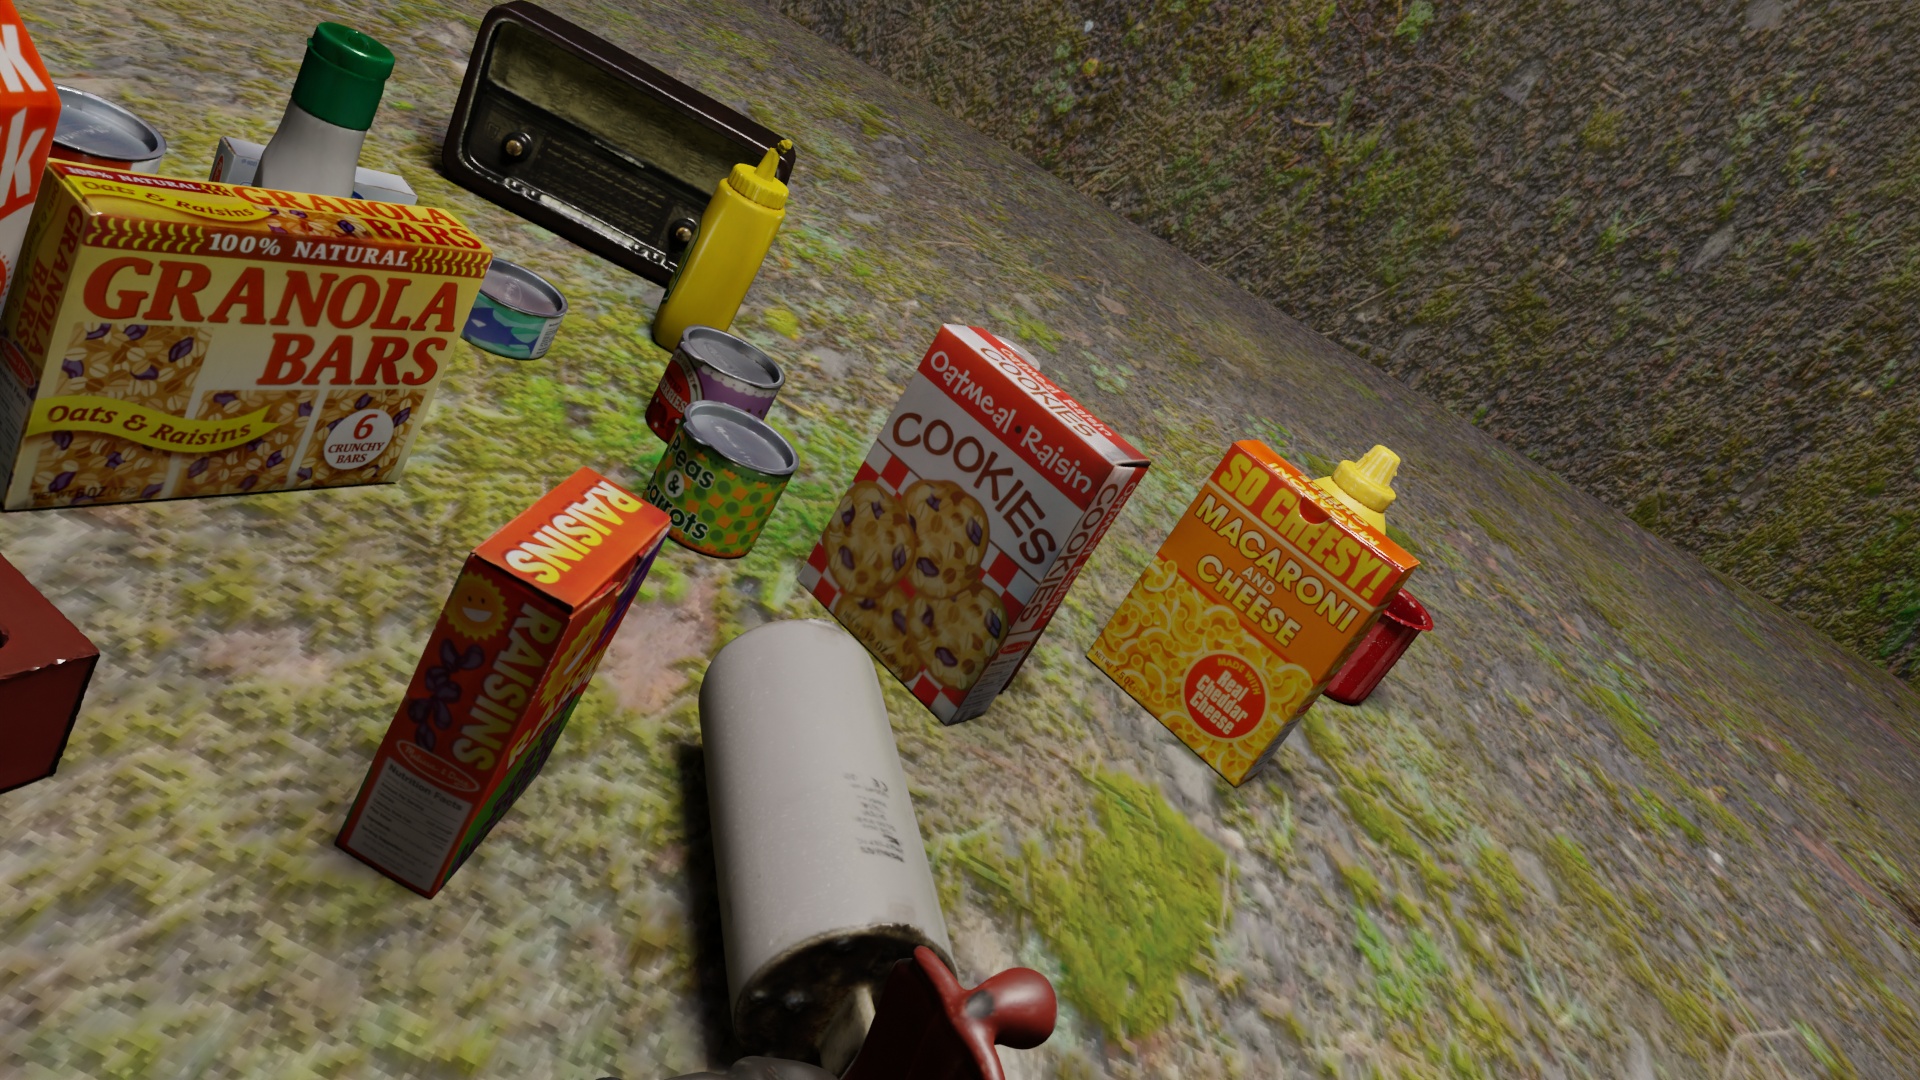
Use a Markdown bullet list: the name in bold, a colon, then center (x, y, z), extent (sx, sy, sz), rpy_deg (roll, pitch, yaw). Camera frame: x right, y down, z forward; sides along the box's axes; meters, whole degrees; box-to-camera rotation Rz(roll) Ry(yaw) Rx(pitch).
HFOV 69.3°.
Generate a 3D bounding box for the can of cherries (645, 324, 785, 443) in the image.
- **can of cherries**: center (-0.149, -0.087, 0.829), extent (0.071, 0.058, 0.072), rpy_deg (27, 22, -12)

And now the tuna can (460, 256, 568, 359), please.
- **tuna can**: center (-0.270, -0.137, 0.813), extent (0.071, 0.032, 0.071), rpy_deg (27, 22, -12)

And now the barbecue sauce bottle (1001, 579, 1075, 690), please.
- **barbecue sauce bottle**: center (0.041, 0.008, 0.755), extent (0.043, 0.148, 0.065), rpy_deg (20, 24, -26)

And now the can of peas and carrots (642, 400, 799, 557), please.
- **can of peas and carrots**: center (-0.129, -0.032, 0.738), extent (0.071, 0.058, 0.071), rpy_deg (27, 22, -12)

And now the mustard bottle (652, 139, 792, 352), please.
- **mustard bottle**: center (-0.153, -0.197, 0.921), extent (0.049, 0.159, 0.065), rpy_deg (24, 23, -18)

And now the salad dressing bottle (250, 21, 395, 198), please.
- **salad dressing bottle**: center (-0.320, -0.177, 0.680), extent (0.044, 0.147, 0.064), rpy_deg (16, 26, -34)

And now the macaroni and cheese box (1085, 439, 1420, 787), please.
- **macaroni and cheese box**: center (0.169, 0.043, 0.824), extent (0.124, 0.165, 0.040), rpy_deg (41, 23, 22)

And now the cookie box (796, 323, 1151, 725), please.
- **cookie box**: center (0.003, -0.009, 0.716), extent (0.123, 0.166, 0.040), rpy_deg (42, 24, 24)

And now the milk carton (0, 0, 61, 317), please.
- **milk carton**: center (-0.350, -0.106, 0.433), extent (0.073, 0.189, 0.072), rpy_deg (31, 22, -2)

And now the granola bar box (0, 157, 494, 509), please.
- **granola bar box**: center (-0.282, -0.078, 0.549), extent (0.039, 0.123, 0.166), rpy_deg (40, 23, 21)

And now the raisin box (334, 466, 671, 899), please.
- **raisin box**: center (-0.150, 0.045, 0.463), extent (0.040, 0.123, 0.086), rpy_deg (31, 22, -2)

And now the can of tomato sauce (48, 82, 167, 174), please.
- **can of tomato sauce**: center (-0.396, -0.148, 0.605), extent (0.071, 0.082, 0.071), rpy_deg (27, 22, -12)

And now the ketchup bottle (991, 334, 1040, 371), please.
- **ketchup bottle**: center (-0.006, -0.049, 0.815), extent (0.065, 0.148, 0.044), rpy_deg (34, 22, 7)

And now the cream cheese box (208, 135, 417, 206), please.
- **cream cheese box**: center (-0.360, -0.184, 0.766), extent (0.024, 0.053, 0.104), rpy_deg (45, 25, 29)
